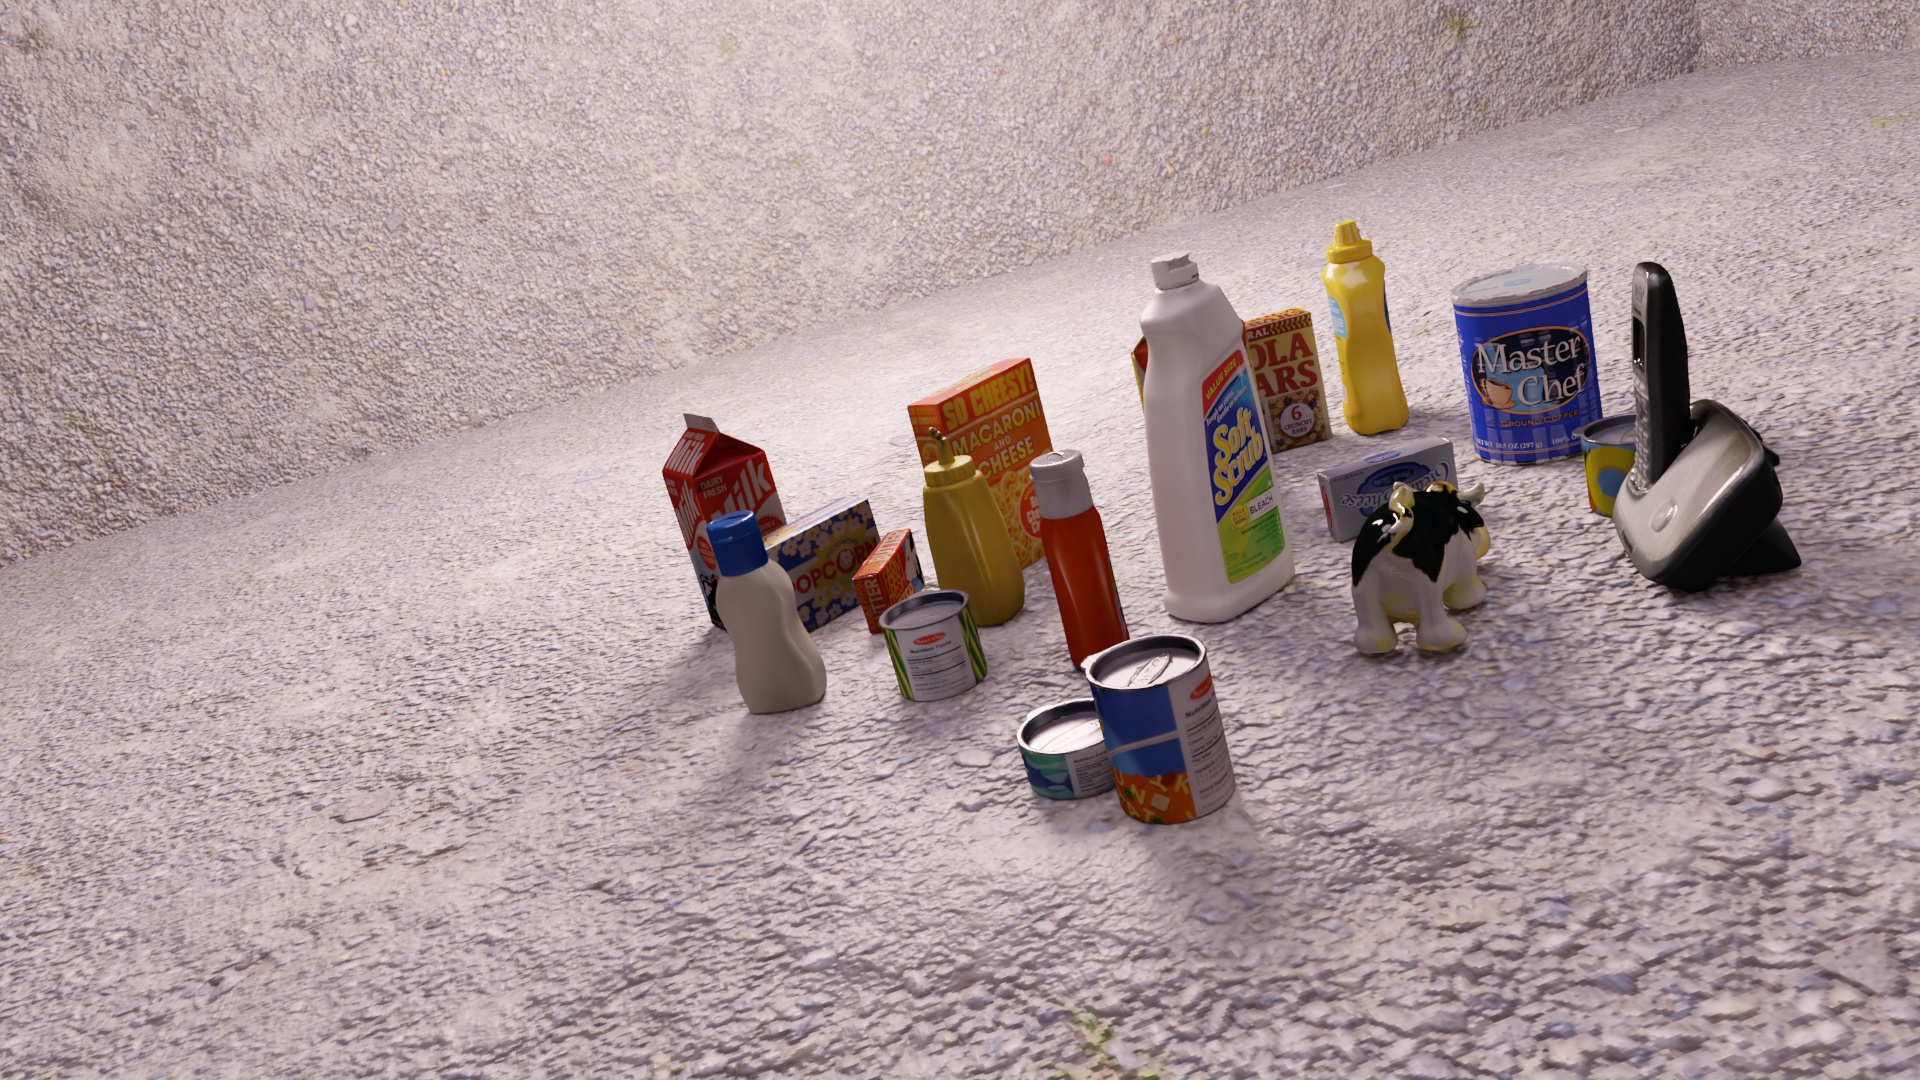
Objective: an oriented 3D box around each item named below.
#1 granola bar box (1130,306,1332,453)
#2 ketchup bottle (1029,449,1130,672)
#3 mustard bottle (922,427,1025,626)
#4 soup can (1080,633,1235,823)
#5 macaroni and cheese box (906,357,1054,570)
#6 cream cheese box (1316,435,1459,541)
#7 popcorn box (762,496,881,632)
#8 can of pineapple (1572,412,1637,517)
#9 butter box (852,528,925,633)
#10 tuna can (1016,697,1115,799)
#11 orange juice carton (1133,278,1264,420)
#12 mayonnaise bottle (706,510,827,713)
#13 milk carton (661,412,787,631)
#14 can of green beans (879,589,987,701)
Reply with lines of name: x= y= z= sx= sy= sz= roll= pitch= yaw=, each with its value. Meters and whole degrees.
granola bar box: x=0.253 y=-0.137 z=1.300 sx=0.166 sy=0.123 sz=0.039 roll=-15 pitch=17 yaw=0
ketchup bottle: x=0.080 y=0.013 z=0.947 sx=0.043 sy=0.148 sz=0.065 roll=-15 pitch=17 yaw=0
mustard bottle: x=0.004 y=-0.013 z=1.071 sx=0.065 sy=0.159 sz=0.049 roll=2 pitch=24 yaw=43
soup can: x=0.108 y=0.102 z=0.761 sx=0.071 sy=0.083 sz=0.071 roll=-14 pitch=17 yaw=5
macaroni and cheese box: x=0.027 y=-0.056 z=1.172 sx=0.040 sy=0.166 sz=0.124 roll=2 pitch=24 yaw=44
cream cheese box: x=0.328 y=-0.039 z=1.061 sx=0.104 sy=0.053 sz=0.024 roll=-17 pitch=17 yaw=-7
popcorn box: x=-0.123 y=0.024 z=1.185 sx=0.127 sy=0.085 sz=0.038 roll=-29 pitch=22 yaw=-37
can of pineapple: x=0.473 y=-0.054 z=0.978 sx=0.071 sy=0.057 sz=0.071 roll=-14 pitch=18 yaw=5
butter box: x=-0.058 y=0.033 z=1.157 sx=0.024 sy=0.053 sz=0.104 roll=-10 pitch=18 yaw=17
tuna can: x=0.067 y=0.122 z=0.819 sx=0.071 sy=0.032 sz=0.071 roll=-14 pitch=18 yaw=4
orange juice carton: x=0.206 y=-0.123 z=1.186 sx=0.073 sy=0.192 sz=0.072 roll=1 pitch=23 yaw=41
mayonnaise bottle: x=-0.146 y=0.052 z=1.014 sx=0.065 sy=0.147 sz=0.041 roll=-11 pitch=18 yaw=14
milk carton: x=-0.199 y=-0.019 z=1.205 sx=0.074 sy=0.190 sz=0.072 roll=-25 pitch=20 yaw=-28
can of green beans: x=-0.019 y=0.074 z=0.991 sx=0.071 sy=0.057 sz=0.071 roll=-14 pitch=18 yaw=5
